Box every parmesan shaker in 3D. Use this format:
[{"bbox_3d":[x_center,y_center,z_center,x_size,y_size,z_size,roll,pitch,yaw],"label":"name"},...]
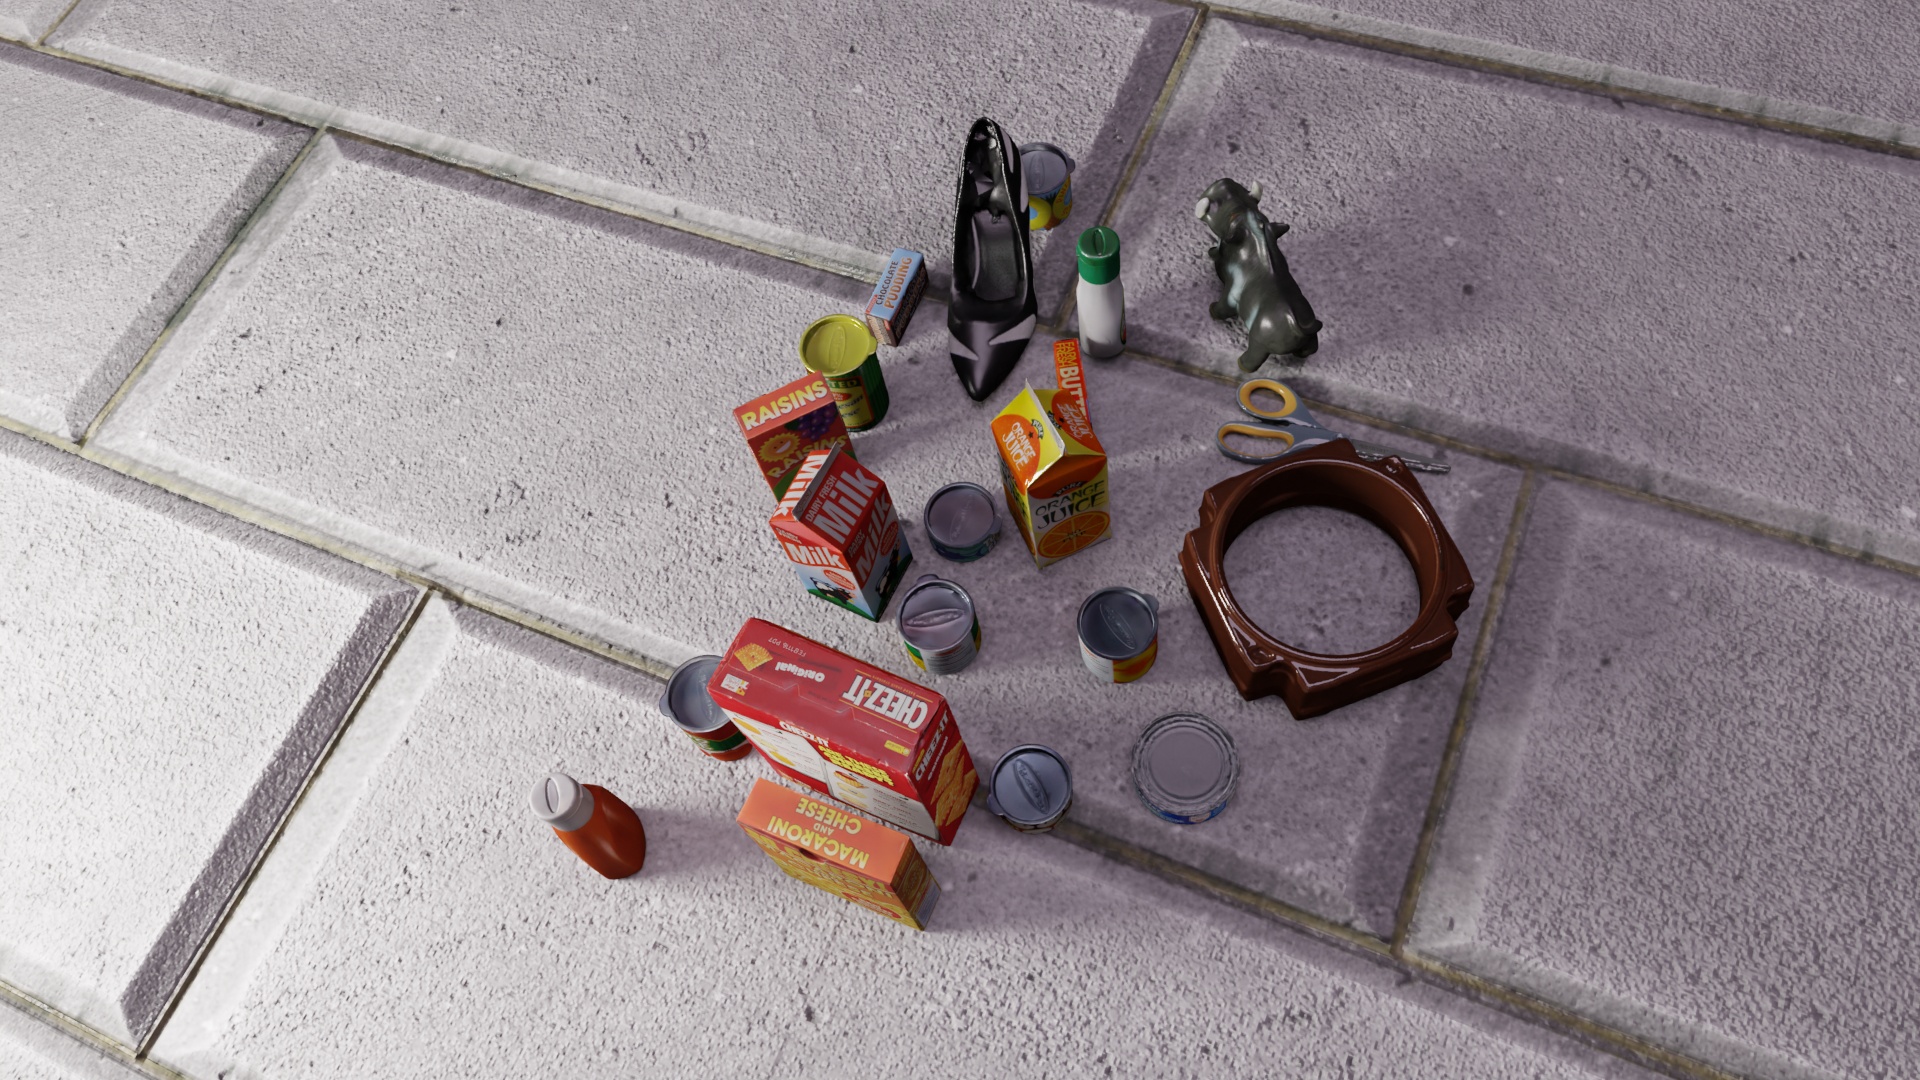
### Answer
[{"bbox_3d":[-0.102,-0.151,1.274,0.071,0.102,0.071,-3,63,6],"label":"parmesan shaker"}]

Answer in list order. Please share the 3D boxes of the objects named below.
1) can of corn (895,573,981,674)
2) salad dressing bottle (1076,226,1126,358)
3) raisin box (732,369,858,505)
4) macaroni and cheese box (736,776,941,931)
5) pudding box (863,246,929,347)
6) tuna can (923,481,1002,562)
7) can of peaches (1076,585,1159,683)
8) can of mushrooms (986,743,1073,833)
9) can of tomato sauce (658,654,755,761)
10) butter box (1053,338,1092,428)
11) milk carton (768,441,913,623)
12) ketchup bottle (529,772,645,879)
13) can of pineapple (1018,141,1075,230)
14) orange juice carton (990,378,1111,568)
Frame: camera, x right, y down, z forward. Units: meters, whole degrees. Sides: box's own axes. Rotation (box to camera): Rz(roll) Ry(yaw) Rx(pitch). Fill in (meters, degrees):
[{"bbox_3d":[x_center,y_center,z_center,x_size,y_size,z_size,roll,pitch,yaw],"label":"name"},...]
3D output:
[{"bbox_3d":[-0.018,0.071,1.176,0.071,0.058,0.071,-3,63,6],"label":"can of corn"},{"bbox_3d":[0.127,-0.223,1.255,0.044,0.147,0.064,-5,63,5],"label":"salad dressing bottle"},{"bbox_3d":[-0.144,-0.090,1.237,0.086,0.123,0.040,-25,63,-5],"label":"raisin box"},{"bbox_3d":[-0.087,0.238,1.040,0.124,0.165,0.040,18,68,16],"label":"macaroni and cheese box"},{"bbox_3d":[-0.061,-0.235,1.341,0.030,0.049,0.084,17,67,15],"label":"pudding box"},{"bbox_3d":[0.004,-0.015,1.231,0.071,0.032,0.071,-3,63,6],"label":"tuna can"},{"bbox_3d":[0.133,0.078,1.153,0.071,0.058,0.071,-3,63,6],"label":"can of peaches"},{"bbox_3d":[0.055,0.201,1.115,0.071,0.033,0.071,-3,63,6],"label":"can of mushrooms"},{"bbox_3d":[-0.203,0.141,1.151,0.071,0.082,0.071,-3,63,6],"label":"can of tomato sauce"},{"bbox_3d":[0.103,-0.127,1.263,0.024,0.053,0.104,-8,63,4],"label":"butter box"},{"bbox_3d":[-0.100,-0.008,1.153,0.073,0.189,0.072,22,69,17],"label":"milk carton"},{"bbox_3d":[-0.290,0.219,1.086,0.043,0.148,0.065,-18,63,-1],"label":"ketchup bottle"},{"bbox_3d":[0.079,-0.350,1.376,0.071,0.057,0.071,-3,63,6],"label":"can of pineapple"},{"bbox_3d":[0.076,-0.058,1.153,0.073,0.192,0.072,-23,63,-4],"label":"orange juice carton"}]
